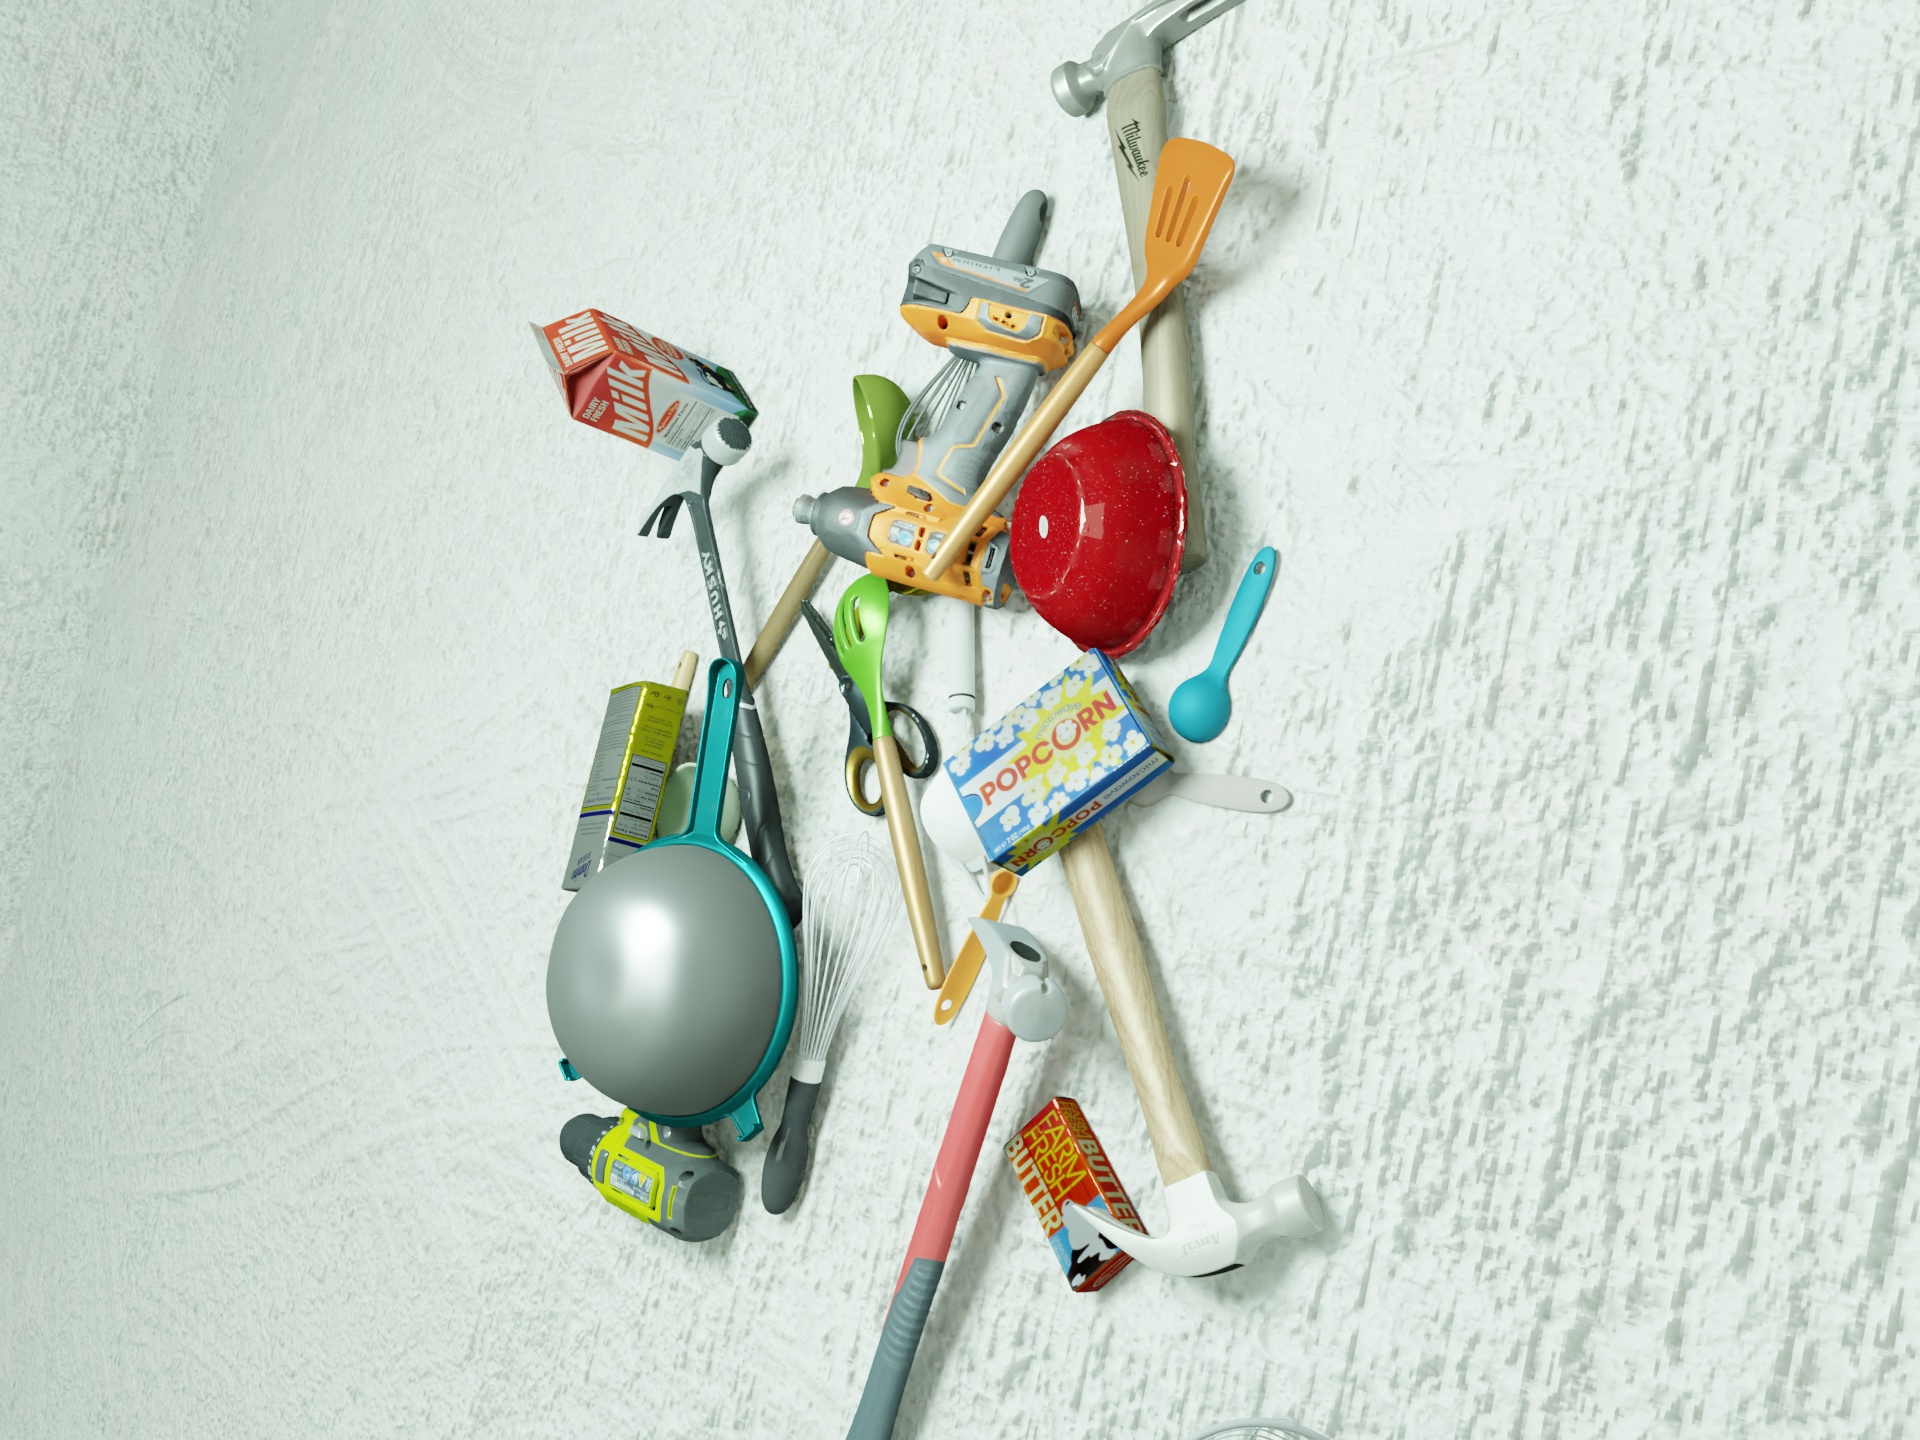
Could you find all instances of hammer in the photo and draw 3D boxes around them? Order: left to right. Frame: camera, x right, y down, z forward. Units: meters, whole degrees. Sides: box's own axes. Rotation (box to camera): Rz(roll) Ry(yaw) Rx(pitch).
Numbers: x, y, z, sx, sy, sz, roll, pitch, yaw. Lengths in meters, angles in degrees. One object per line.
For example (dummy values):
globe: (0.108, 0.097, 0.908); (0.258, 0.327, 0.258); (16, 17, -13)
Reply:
hammer: (-0.182, -0.029, 1.260); (0.149, 0.036, 0.409); (-33, 64, 44)
hammer: (-0.019, 0.317, 1.012); (0.143, 0.038, 0.386); (-130, 56, -72)
hammer: (0.099, 0.165, 0.948); (0.130, 0.031, 0.332); (-30, 55, 20)
hammer: (0.137, -0.295, 1.052); (0.146, 0.038, 0.411); (-18, 66, 39)

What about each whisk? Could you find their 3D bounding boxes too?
whisk: (-0.101, 0.216, 1.128); (0.070, 0.070, 0.284); (17, 95, 46)
whisk: (0.010, -0.279, 1.168); (0.055, 0.055, 0.239); (25, 93, 46)

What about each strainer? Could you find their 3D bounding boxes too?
strainer: (-0.213, 0.120, 1.122); (0.211, 0.095, 0.340); (8, 89, 33)
strainer: (-0.002, -0.004, 1.105); (0.087, 0.050, 0.259); (-30, 54, 53)

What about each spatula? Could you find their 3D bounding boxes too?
spatula: (0.069, -0.225, 1.027); (0.322, 0.041, 0.081); (-53, 38, 9)

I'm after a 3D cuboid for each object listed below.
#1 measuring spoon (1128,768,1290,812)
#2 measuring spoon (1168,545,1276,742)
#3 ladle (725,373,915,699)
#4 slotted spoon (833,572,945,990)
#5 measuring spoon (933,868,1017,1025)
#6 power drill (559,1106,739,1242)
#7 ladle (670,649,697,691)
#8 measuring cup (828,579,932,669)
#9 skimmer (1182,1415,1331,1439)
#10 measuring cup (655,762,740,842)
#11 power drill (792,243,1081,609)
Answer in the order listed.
measuring spoon: (0.143, 0.040, 0.960); (0.124, 0.018, 0.034); (6, 83, 45)
measuring spoon: (0.158, -0.048, 0.967); (0.042, 0.021, 0.128); (30, 101, 45)
ladle: (-0.128, -0.127, 1.254); (0.320, 0.062, 0.078); (-57, 30, 20)
slotted spoon: (-0.049, 0.036, 1.121); (0.070, 0.031, 0.314); (-37, 59, 47)
measuring spoon: (0.007, 0.151, 1.062); (0.011, 0.021, 0.117); (37, 105, 58)
power drill: (-0.235, 0.266, 1.231); (0.191, 0.080, 0.228); (8, 87, 45)
ladle: (-0.279, 0.090, 1.362); (0.069, 0.031, 0.315); (17, 88, 48)
measuring cup: (-0.054, -0.089, 1.197); (0.156, 0.029, 0.062); (-51, 50, 38)
skimmer: (0.194, 0.507, 0.722); (0.127, 0.090, 0.364); (-26, 58, 1)
measuring cup: (-0.190, 0.104, 1.262); (0.083, 0.038, 0.168); (-52, 50, 21)
power drill: (-0.016, -0.205, 1.104); (0.164, 0.084, 0.226); (16, 89, 10)
